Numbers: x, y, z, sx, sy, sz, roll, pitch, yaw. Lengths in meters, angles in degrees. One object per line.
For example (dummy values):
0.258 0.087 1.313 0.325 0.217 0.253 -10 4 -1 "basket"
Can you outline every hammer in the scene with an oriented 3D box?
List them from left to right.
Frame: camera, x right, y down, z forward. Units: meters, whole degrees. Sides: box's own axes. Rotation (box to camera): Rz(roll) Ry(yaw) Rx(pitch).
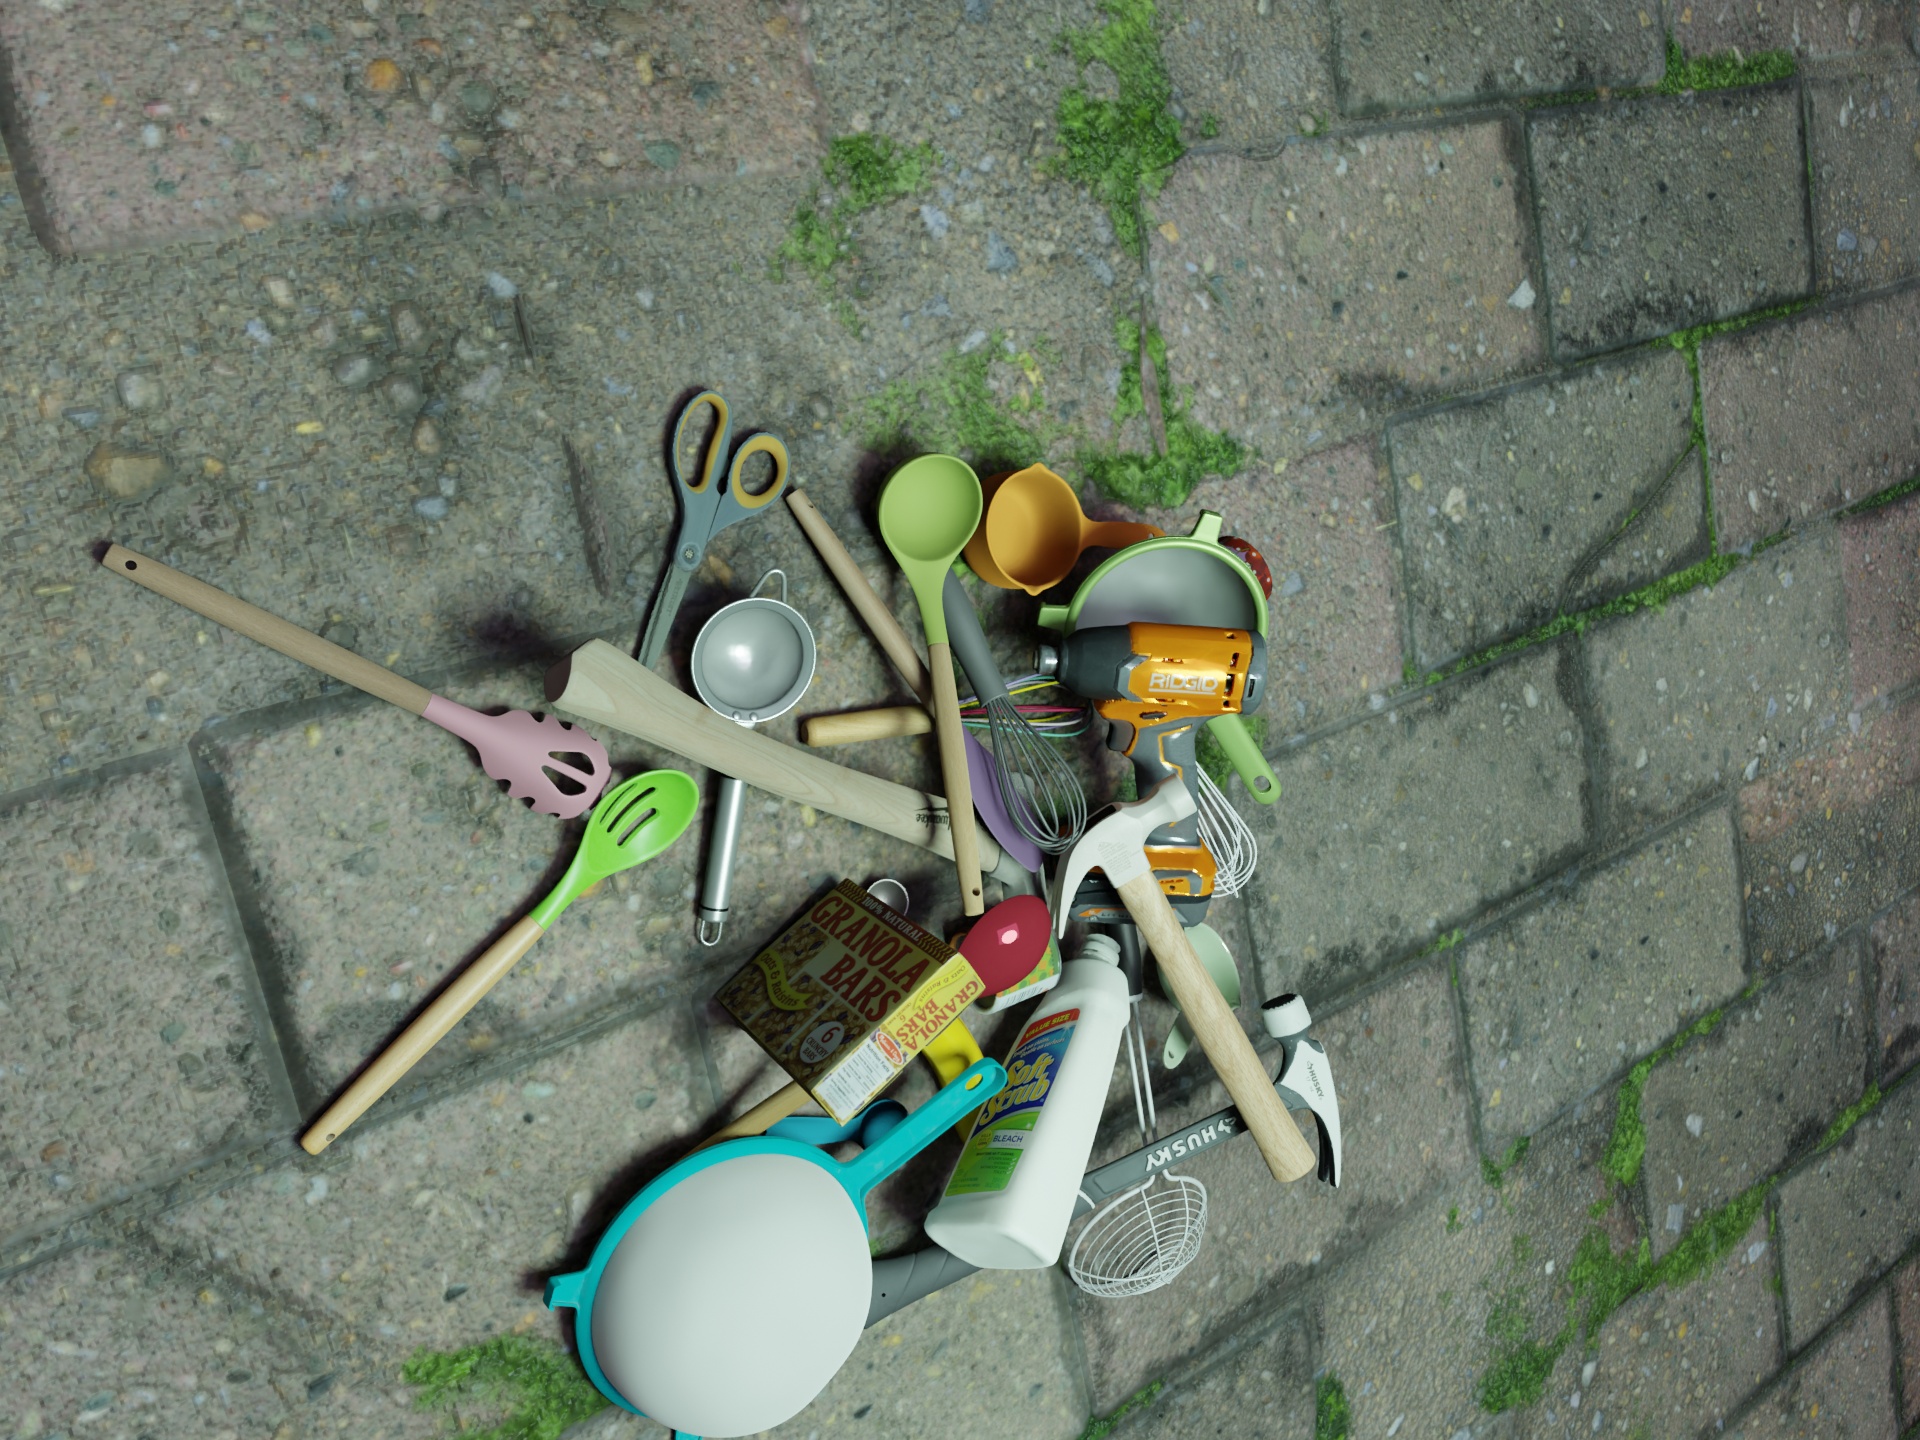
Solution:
-0.088 0.050 1.035 0.410 0.038 0.146 25 50 -41 "hammer"
0.108 0.354 1.199 0.409 0.036 0.149 -22 91 -14 "hammer"
0.173 0.205 1.156 0.130 0.031 0.331 -29 107 1 "hammer"

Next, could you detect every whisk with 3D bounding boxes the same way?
-0.002 -0.002 1.158 0.245 0.047 0.051 -8 86 -29 "whisk"
0.025 -0.016 1.119 0.055 0.055 0.239 -17 75 -32 "whisk"
0.164 0.020 1.264 0.070 0.070 0.284 -34 108 -27 "whisk"

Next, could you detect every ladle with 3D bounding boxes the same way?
-0.067 0.221 1.071 0.315 0.031 0.069 -34 127 -2 "ladle"
-0.007 -0.029 1.077 0.078 0.062 0.320 0 74 -26 "ladle"

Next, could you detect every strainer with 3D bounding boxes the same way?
-0.150 0.025 1.058 0.086 0.050 0.258 7 96 -28 "strainer"
-0.087 0.353 1.058 0.340 0.095 0.210 -36 121 -16 "strainer"
0.175 -0.041 1.207 0.151 0.069 0.256 -30 119 12 "strainer"

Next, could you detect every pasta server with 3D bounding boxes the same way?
-0.341 -0.022 0.933 0.316 0.040 0.060 29 78 -28 "pasta server"

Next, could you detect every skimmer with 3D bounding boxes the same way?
0.126 0.281 1.275 0.127 0.090 0.363 -7 88 -28 "skimmer"

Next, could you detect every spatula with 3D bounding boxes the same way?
-0.028 -0.026 1.108 0.316 0.018 0.060 56 32 -10 "spatula"

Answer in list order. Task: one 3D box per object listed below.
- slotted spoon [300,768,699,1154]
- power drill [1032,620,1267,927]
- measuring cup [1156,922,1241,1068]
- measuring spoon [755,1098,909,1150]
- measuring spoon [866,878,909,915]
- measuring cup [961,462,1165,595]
-0.283 0.142 0.983 0.314 0.031 0.070 -47 141 -19 "slotted spoon"
0.124 0.034 1.162 0.164 0.084 0.226 4 115 -6 "power drill"
0.174 0.225 1.255 0.083 0.038 0.168 54 34 -9 "measuring cup"
-0.098 0.289 1.134 0.128 0.021 0.042 5 91 -25 "measuring spoon"
-0.085 0.162 1.132 0.034 0.018 0.124 47 75 -14 "measuring spoon"
0.075 -0.140 1.191 0.173 0.052 0.095 -1 95 -36 "measuring cup"
